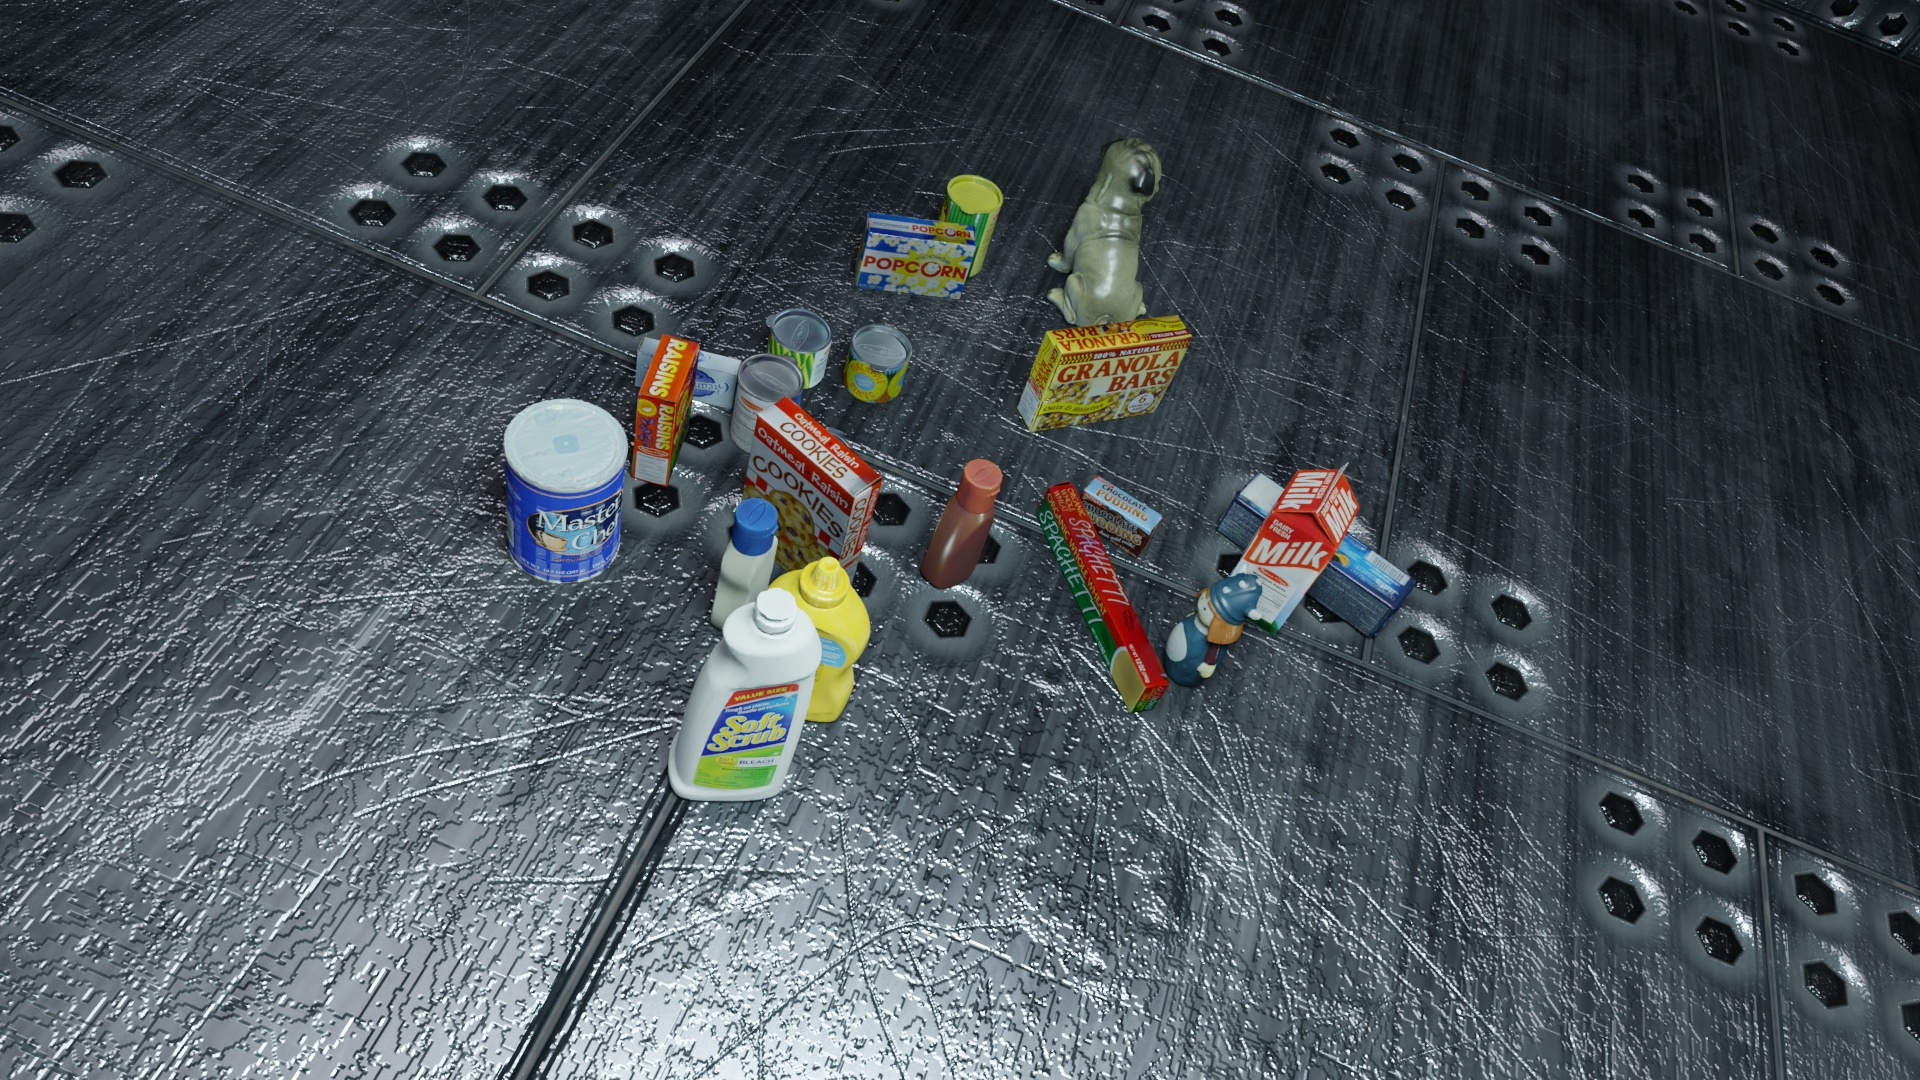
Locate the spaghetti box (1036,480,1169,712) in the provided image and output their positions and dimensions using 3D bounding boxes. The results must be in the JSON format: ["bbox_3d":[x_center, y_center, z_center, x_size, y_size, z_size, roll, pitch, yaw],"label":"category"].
[{"bbox_3d":[0.137,0.052,1.372,0.029,0.049,0.251,-8,55,-23],"label":"spaghetti box"}]

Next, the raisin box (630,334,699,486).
[{"bbox_3d":[-0.284,-0.124,1.337,0.040,0.122,0.086,15,50,-5],"label":"raisin box"}]

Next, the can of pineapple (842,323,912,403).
[{"bbox_3d":[-0.091,-0.188,1.490,0.071,0.057,0.071,8,51,-10],"label":"can of pineapple"}]

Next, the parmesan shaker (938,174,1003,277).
[{"bbox_3d":[0.005,-0.366,1.632,0.071,0.102,0.072,8,51,-10],"label":"parmesan shaker"}]

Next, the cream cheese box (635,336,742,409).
[{"bbox_3d":[-0.278,-0.171,1.422,0.104,0.053,0.024,13,50,-7],"label":"cream cheese box"}]

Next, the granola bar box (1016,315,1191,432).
[{"bbox_3d":[0.157,-0.182,1.517,0.166,0.123,0.039,-11,57,-24],"label":"granola bar box"}]

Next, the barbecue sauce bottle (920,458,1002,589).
[{"bbox_3d":[0.005,-0.017,1.323,0.044,0.147,0.065,43,53,17],"label":"barbecue sauce bottle"}]

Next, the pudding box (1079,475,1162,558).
[{"bbox_3d":[0.163,-0.025,1.442,0.084,0.049,0.030,34,51,11],"label":"pudding box"}]

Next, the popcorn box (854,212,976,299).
[{"bbox_3d":[-0.053,-0.326,1.594,0.127,0.084,0.038,4,52,-14],"label":"popcorn box"}]

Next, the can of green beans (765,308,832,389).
[{"bbox_3d":[-0.173,-0.203,1.477,0.071,0.057,0.071,8,51,-10],"label":"can of green beans"}]

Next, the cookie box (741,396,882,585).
[{"bbox_3d":[-0.142,-0.035,1.281,0.123,0.166,0.040,40,52,15],"label":"cookie box"}]

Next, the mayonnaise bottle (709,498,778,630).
[{"bbox_3d":[-0.190,0.021,1.234,0.041,0.147,0.065,26,50,5],"label":"mayonnaise bottle"}]

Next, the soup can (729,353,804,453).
[{"bbox_3d":[-0.194,-0.138,1.401,0.071,0.083,0.072,8,51,-10],"label":"soup can"}]

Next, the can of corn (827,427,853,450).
[{"bbox_3d":[-0.141,-0.069,1.379,0.071,0.058,0.071,8,51,-10],"label":"can of corn"}]

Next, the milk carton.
[{"bbox_3d":[0.331,0.002,1.379,0.073,0.189,0.073,32,50,9],"label":"milk carton"}]
